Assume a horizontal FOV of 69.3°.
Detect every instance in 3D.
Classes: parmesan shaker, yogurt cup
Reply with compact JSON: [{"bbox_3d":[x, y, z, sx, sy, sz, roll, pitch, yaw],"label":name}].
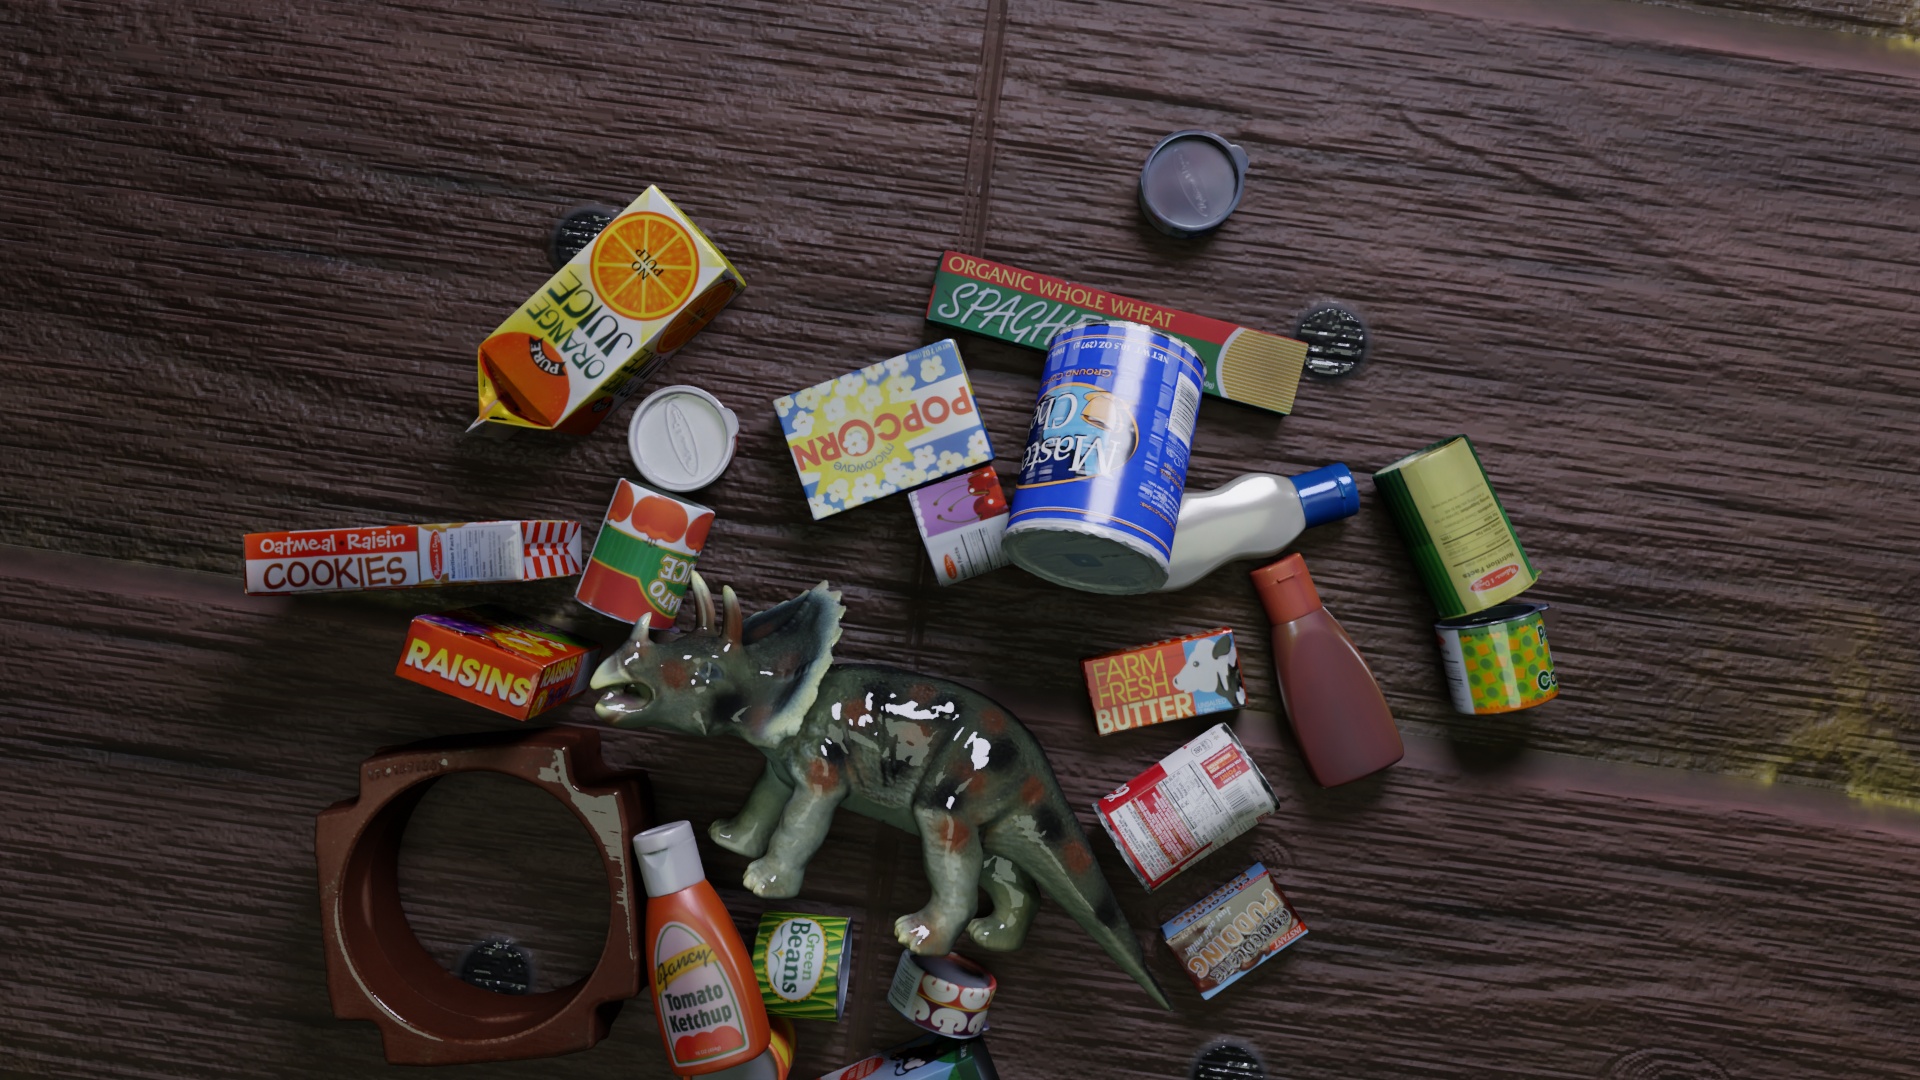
[{"bbox_3d":[0.319,-0.010,0.894,0.071,0.071,0.103,-25,90,2],"label":"parmesan shaker"},{"bbox_3d":[-0.177,-0.065,0.908,0.072,0.054,0.072,0,91,1],"label":"yogurt cup"}]

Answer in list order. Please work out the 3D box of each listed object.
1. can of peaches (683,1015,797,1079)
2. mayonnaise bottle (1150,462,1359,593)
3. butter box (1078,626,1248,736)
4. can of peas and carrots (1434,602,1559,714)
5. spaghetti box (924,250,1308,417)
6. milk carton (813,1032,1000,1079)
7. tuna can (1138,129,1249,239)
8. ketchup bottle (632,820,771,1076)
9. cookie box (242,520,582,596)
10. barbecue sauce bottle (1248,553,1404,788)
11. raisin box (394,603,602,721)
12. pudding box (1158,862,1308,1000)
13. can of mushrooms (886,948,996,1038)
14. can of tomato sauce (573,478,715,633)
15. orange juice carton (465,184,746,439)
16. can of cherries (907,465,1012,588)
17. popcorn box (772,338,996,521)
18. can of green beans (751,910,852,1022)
[{"bbox_3d":[-0.142,0.342,0.911,0.071,0.058,0.071,0,91,1],"label":"can of peaches"},{"bbox_3d":[0.184,-0.013,0.909,0.148,0.041,0.065,-16,85,0],"label":"mayonnaise bottle"},{"bbox_3d":[0.134,0.093,0.919,0.103,0.024,0.053,-12,91,1],"label":"butter box"},{"bbox_3d":[0.347,0.075,0.893,0.071,0.071,0.058,-13,92,1],"label":"can of peas and carrots"},{"bbox_3d":[0.101,-0.136,0.914,0.250,0.028,0.050,15,90,1],"label":"spaghetti box"},{"bbox_3d":[-0.066,0.390,0.903,0.190,0.072,0.073,-22,91,2],"label":"milk carton"},{"bbox_3d":[0.152,-0.234,0.909,0.071,0.033,0.071,0,91,1],"label":"tuna can"},{"bbox_3d":[-0.166,0.250,0.861,0.065,0.043,0.148,-16,88,8],"label":"ketchup bottle"},{"bbox_3d":[-0.340,0.010,0.877,0.167,0.123,0.040,-3,91,1],"label":"cookie box"},{"bbox_3d":[0.233,0.083,0.908,0.065,0.043,0.148,-22,90,1],"label":"barbecue sauce bottle"},{"bbox_3d":[-0.287,0.074,0.877,0.086,0.123,0.040,20,92,1],"label":"raisin box"},{"bbox_3d":[0.180,0.258,0.918,0.084,0.030,0.049,-34,91,2],"label":"pudding box"},{"bbox_3d":[-0.010,0.293,0.905,0.071,0.071,0.033,19,91,1],"label":"can of mushrooms"},{"bbox_3d":[-0.203,0.010,0.903,0.071,0.071,0.083,21,91,1],"label":"can of tomato sauce"},{"bbox_3d":[-0.237,-0.132,0.899,0.192,0.072,0.073,-43,89,1],"label":"orange juice carton"},{"bbox_3d":[0.003,-0.011,0.901,0.058,0.071,0.071,-20,91,1],"label":"can of cherries"},{"bbox_3d":[-0.050,-0.072,0.913,0.127,0.038,0.085,-19,91,1],"label":"popcorn box"},{"bbox_3d":[-0.103,0.277,0.905,0.058,0.071,0.071,5,91,1],"label":"can of green beans"}]
